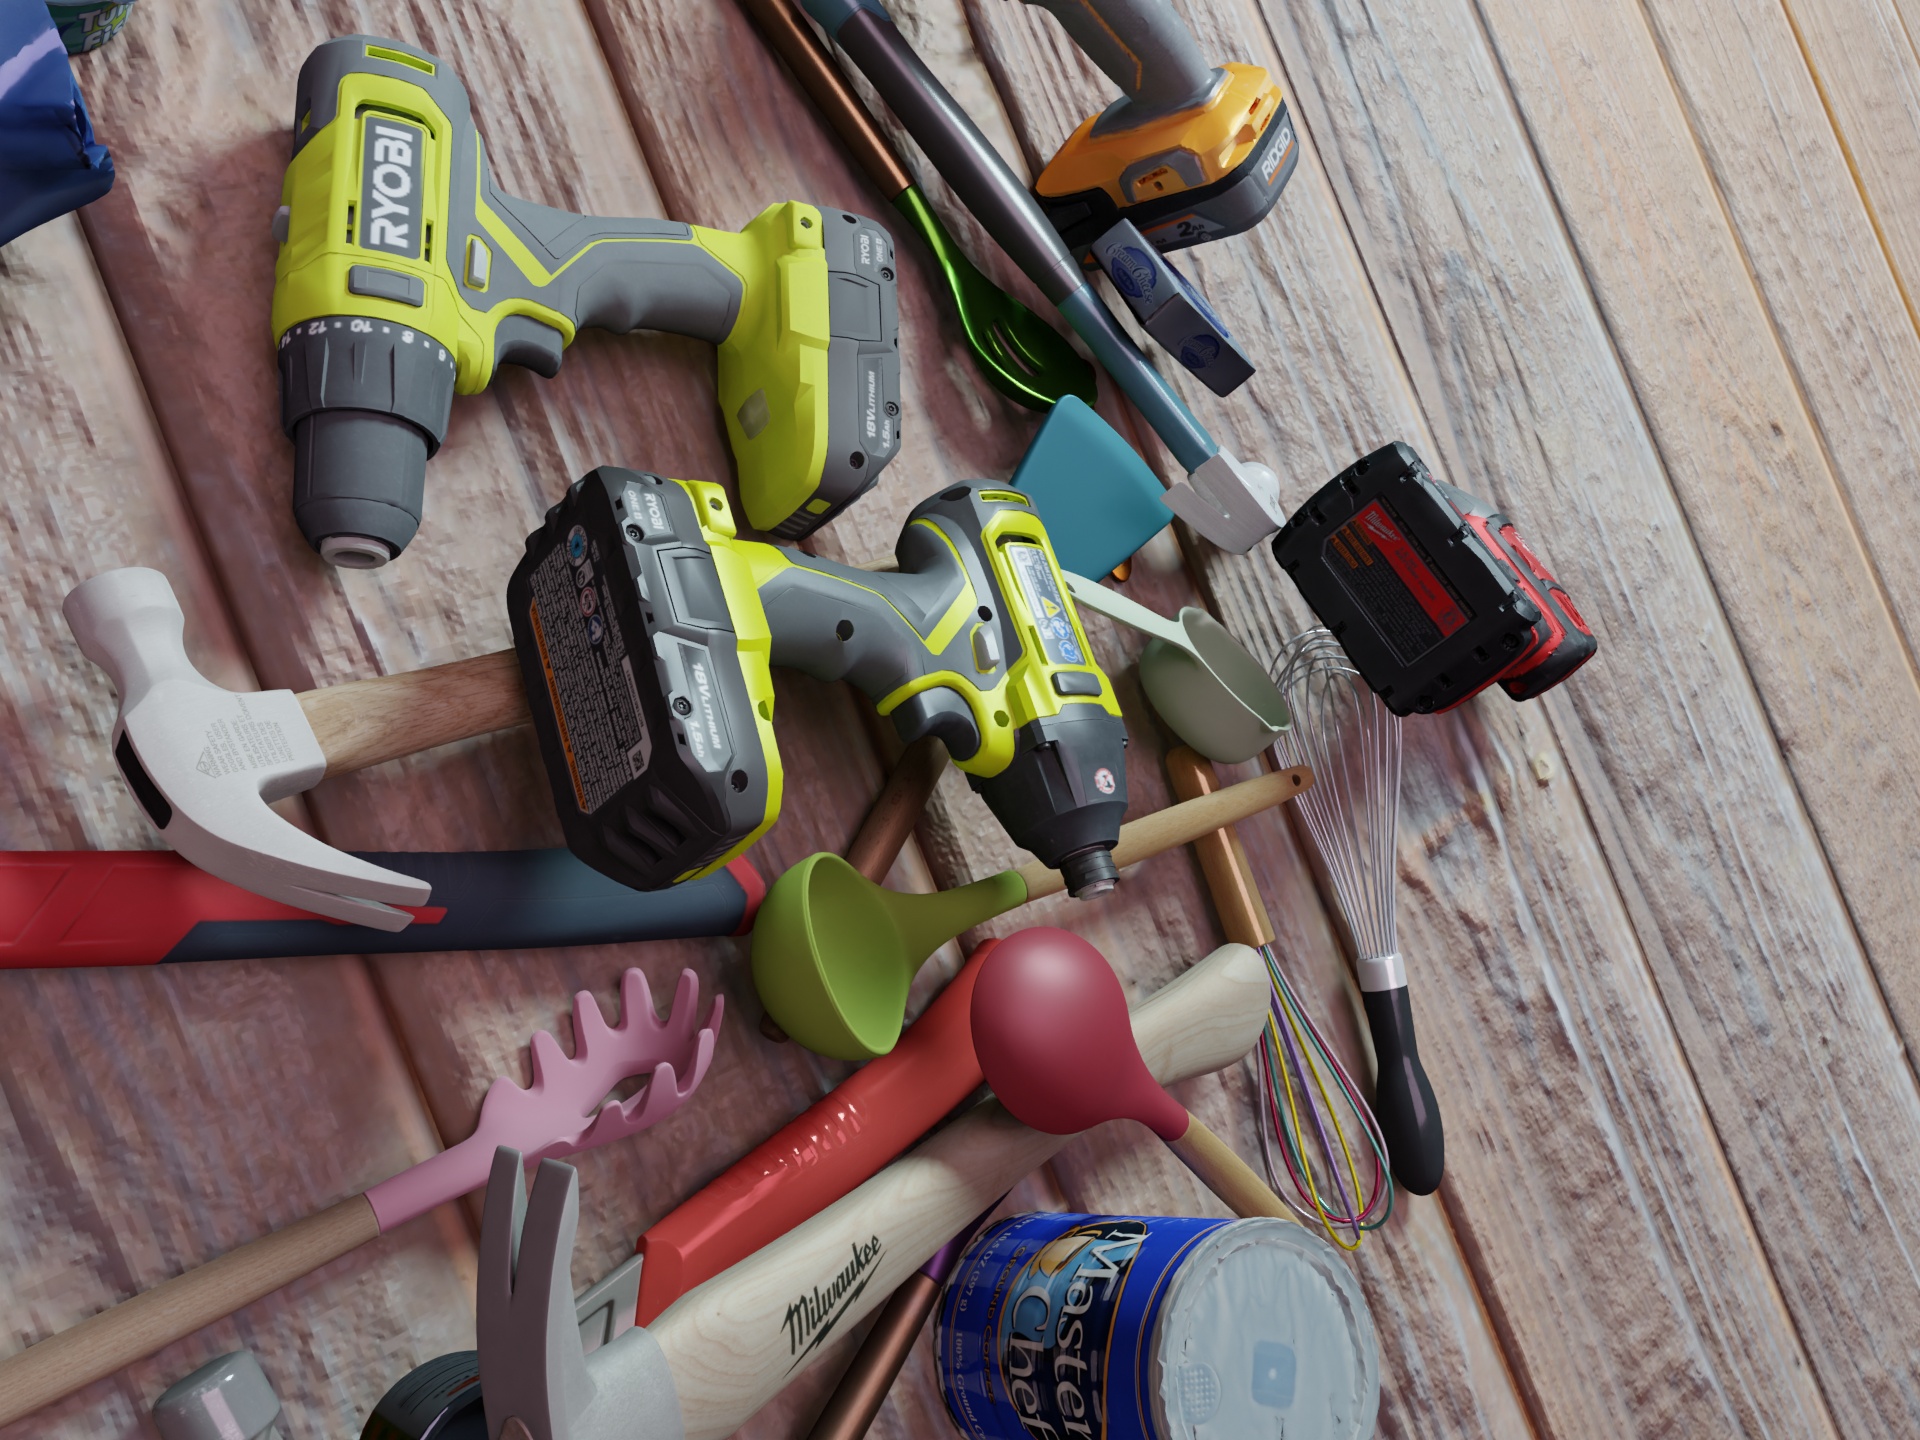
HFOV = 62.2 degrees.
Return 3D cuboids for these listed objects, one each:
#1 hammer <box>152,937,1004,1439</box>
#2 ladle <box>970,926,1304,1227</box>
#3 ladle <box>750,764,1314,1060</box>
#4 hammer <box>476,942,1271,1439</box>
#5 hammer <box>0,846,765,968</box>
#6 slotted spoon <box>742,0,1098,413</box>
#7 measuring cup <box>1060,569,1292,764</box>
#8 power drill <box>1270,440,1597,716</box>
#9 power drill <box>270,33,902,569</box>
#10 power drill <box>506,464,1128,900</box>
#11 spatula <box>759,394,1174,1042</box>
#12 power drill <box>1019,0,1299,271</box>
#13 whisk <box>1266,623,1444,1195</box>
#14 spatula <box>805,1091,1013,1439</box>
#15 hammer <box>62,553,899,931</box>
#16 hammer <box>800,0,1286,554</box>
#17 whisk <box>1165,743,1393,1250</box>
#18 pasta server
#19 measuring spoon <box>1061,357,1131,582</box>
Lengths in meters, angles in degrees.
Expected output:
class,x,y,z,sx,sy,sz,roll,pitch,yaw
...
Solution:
class,x,y,z,sx,sy,sz,roll,pitch,yaw
hammer,-0.082,0.194,0.574,0.359,0.037,0.149,-31,95,-36
ladle,0.092,0.170,0.631,0.315,0.031,0.069,48,54,-44
ladle,0.050,0.060,0.662,0.320,0.062,0.078,-16,85,-37
hammer,0.008,0.146,0.566,0.410,0.038,0.146,-18,106,-52
hammer,-0.241,0.074,0.500,0.386,0.038,0.143,3,76,-33
slotted spoon,-0.041,-0.267,0.739,0.313,0.031,0.070,53,37,-7
measuring cup,0.086,-0.027,0.723,0.167,0.038,0.083,22,33,-40
power drill,0.247,-0.074,0.810,0.143,0.078,0.219,57,27,15
power drill,-0.141,-0.139,0.606,0.228,0.080,0.191,6,72,-30
power drill,-0.035,-0.010,0.574,0.223,0.080,0.171,-1,64,-43
spatula,-0.001,-0.002,0.680,0.082,0.044,0.318,42,58,-24
power drill,0.039,-0.327,0.745,0.226,0.185,0.084,53,53,-34
whisk,0.202,0.092,0.787,0.070,0.070,0.284,-8,86,-35
spatula,-0.025,0.232,0.594,0.316,0.018,0.059,-56,142,-25
hammer,-0.128,-0.019,0.581,0.331,0.031,0.130,-18,73,-43
hammer,0.044,-0.211,0.746,0.331,0.033,0.128,49,21,-9
whisk,0.145,0.127,0.744,0.047,0.051,0.245,-15,82,-30
pasta server,-0.212,0.161,0.496,0.316,0.060,0.040,-22,121,-33
measuring spoon,0.070,-0.125,0.782,0.021,0.011,0.117,-5,80,-35
